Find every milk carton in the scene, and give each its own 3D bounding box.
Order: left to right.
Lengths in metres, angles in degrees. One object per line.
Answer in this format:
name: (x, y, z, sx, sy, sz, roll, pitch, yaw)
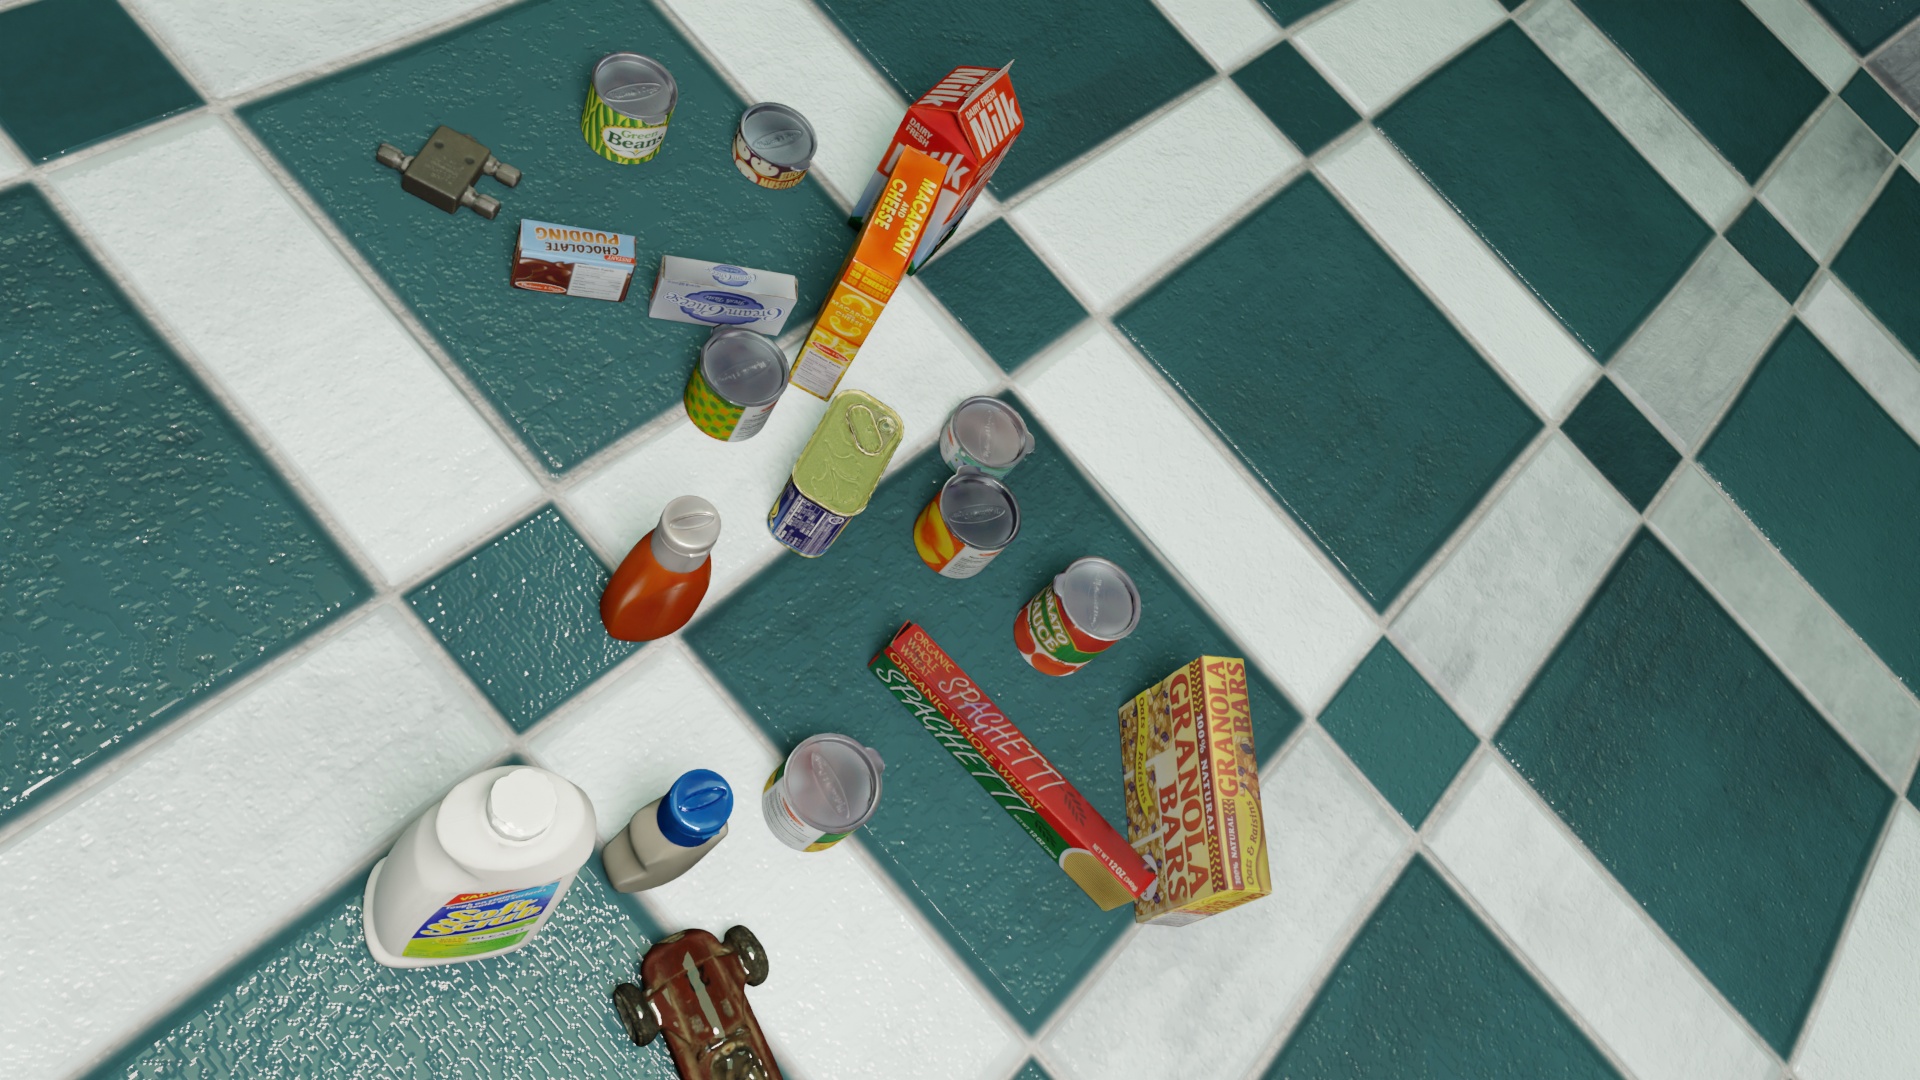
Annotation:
milk carton: (-0.014, -0.305, 1.113, 0.073, 0.189, 0.073, 40, 56, -2)

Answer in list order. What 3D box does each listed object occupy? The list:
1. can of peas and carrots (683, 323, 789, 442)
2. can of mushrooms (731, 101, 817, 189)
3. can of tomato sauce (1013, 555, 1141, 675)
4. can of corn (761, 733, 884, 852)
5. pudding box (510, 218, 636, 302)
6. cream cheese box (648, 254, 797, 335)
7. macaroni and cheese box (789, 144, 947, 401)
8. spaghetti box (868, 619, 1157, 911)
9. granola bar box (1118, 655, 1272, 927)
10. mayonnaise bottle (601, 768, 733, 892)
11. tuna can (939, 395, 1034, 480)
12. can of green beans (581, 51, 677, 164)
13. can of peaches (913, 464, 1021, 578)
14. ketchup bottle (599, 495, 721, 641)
can of peas and carrots: (-0.168, -0.116, 1.025, 0.071, 0.058, 0.071, 11, 61, -20)
can of mushrooms: (-0.153, -0.326, 1.154, 0.071, 0.033, 0.071, 11, 61, -20)
can of tomato sauce: (0.084, 0.058, 1.040, 0.071, 0.082, 0.071, 11, 61, -20)
can of corn: (-0.090, 0.166, 0.918, 0.071, 0.058, 0.071, 11, 61, -20)
pudding box: (-0.285, -0.205, 1.021, 0.084, 0.049, 0.030, 4, 64, -23)
cream cheese box: (-0.181, -0.186, 1.058, 0.104, 0.053, 0.024, 5, 64, -23)
macaroni and cheese box: (-0.071, -0.198, 1.047, 0.040, 0.165, 0.124, 26, 57, -11)
spaghetti box: (0.034, 0.160, 0.984, 0.250, 0.050, 0.029, 46, 56, 2)
granola bar box: (0.163, 0.180, 0.989, 0.039, 0.123, 0.166, 9, 62, -21)
mayonnaise bottle: (-0.170, 0.172, 0.824, 0.065, 0.147, 0.041, -16, 73, -30)
tuna can: (0.021, -0.079, 1.110, 0.071, 0.032, 0.071, 11, 61, -20)
can of green beans: (-0.262, -0.340, 1.096, 0.071, 0.057, 0.071, 11, 61, -20)
can of peaches: (0.004, -0.013, 1.053, 0.071, 0.057, 0.071, 11, 61, -20)
ketchup bottle: (-0.188, 0.019, 0.892, 0.065, 0.148, 0.043, -12, 71, -29)
